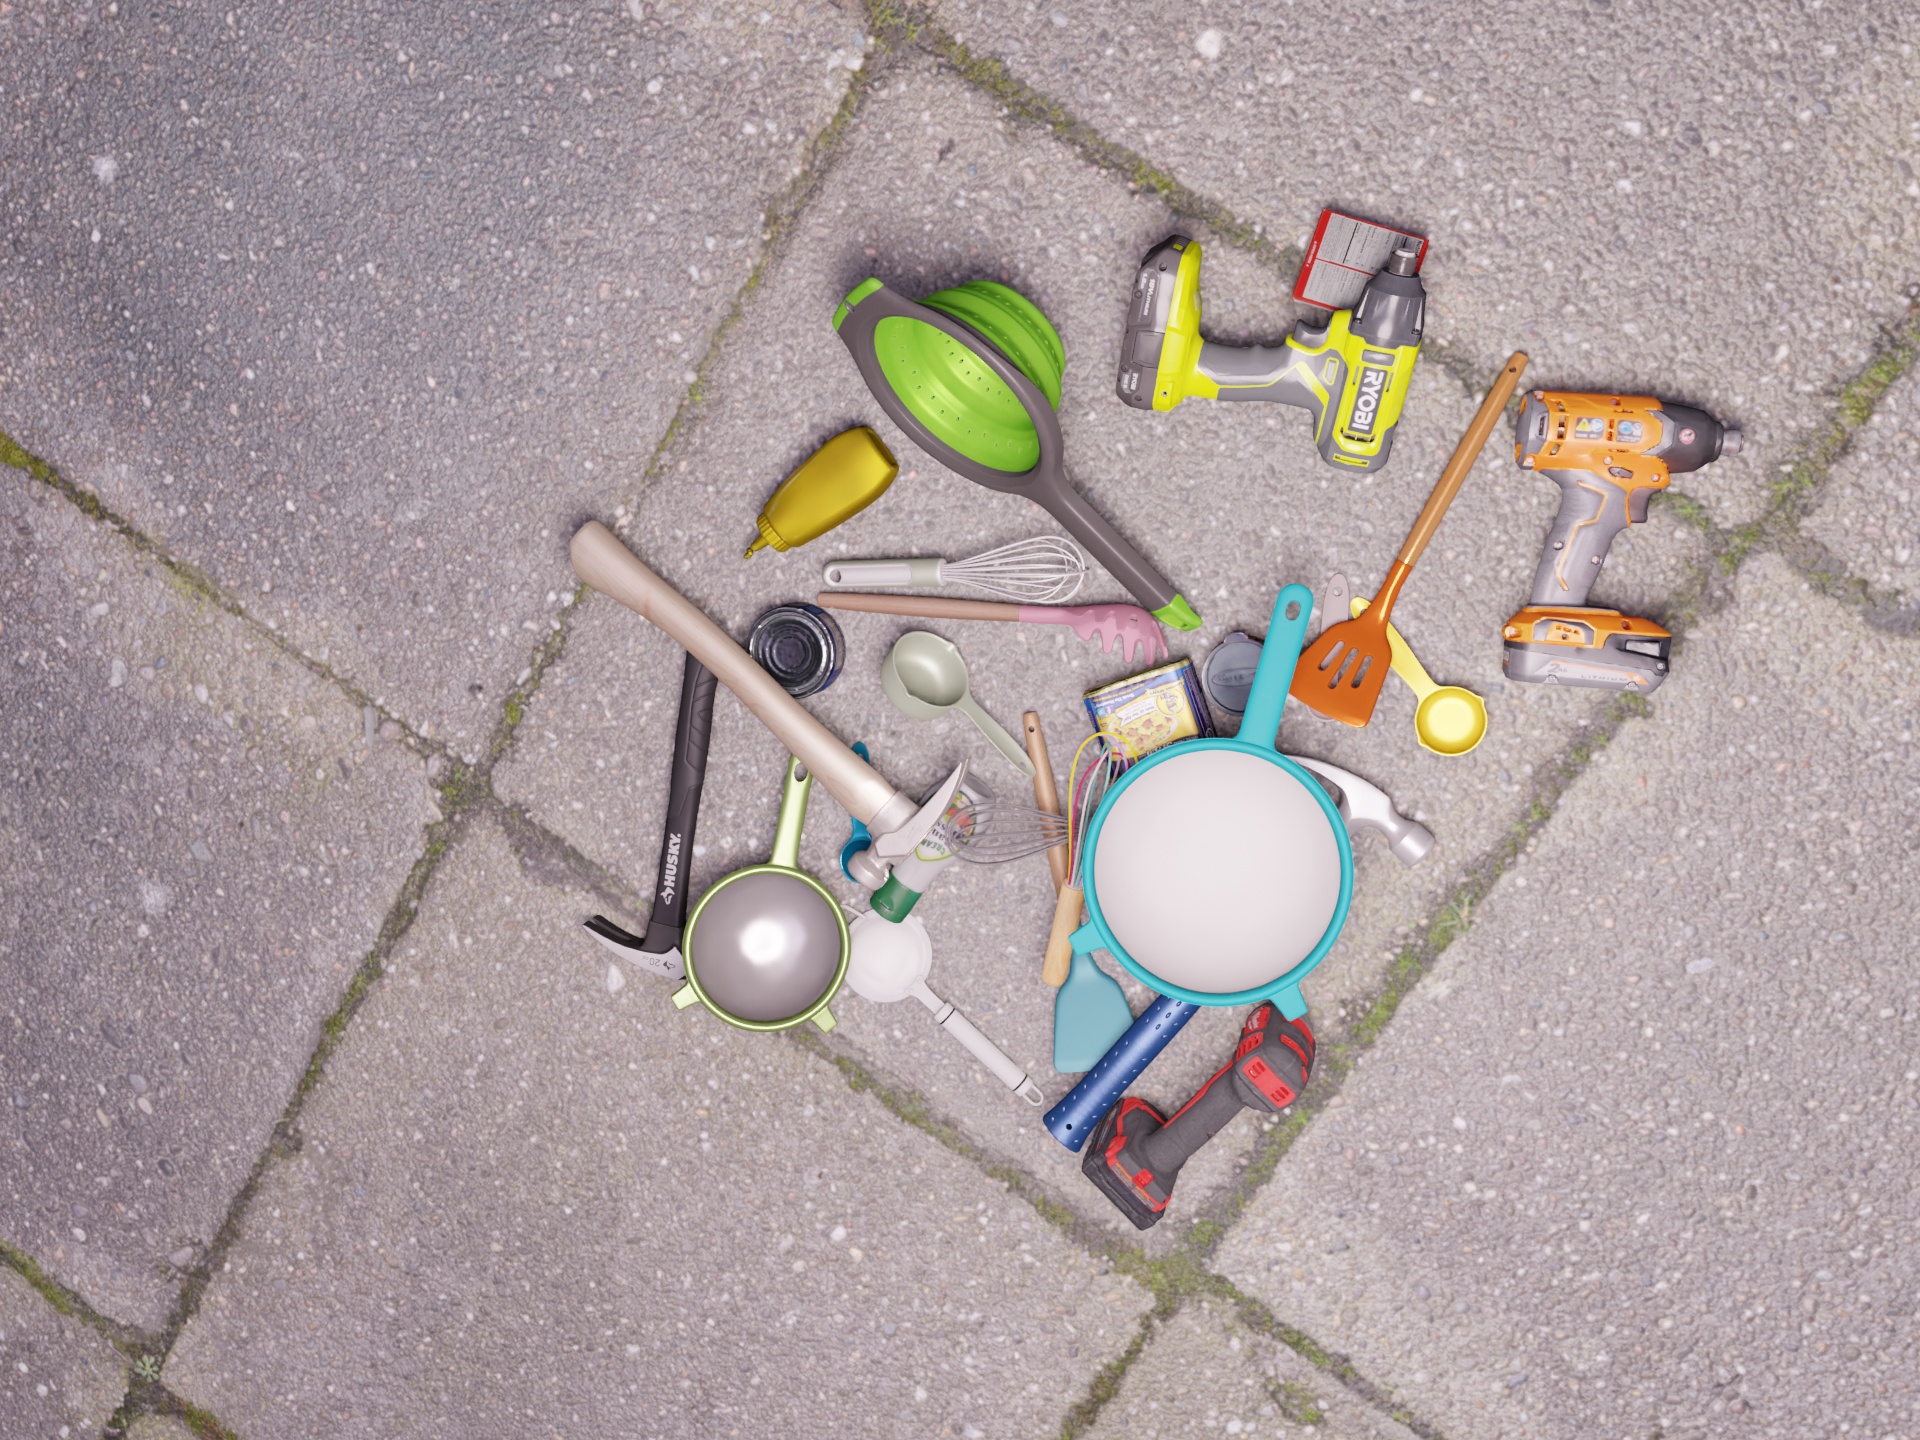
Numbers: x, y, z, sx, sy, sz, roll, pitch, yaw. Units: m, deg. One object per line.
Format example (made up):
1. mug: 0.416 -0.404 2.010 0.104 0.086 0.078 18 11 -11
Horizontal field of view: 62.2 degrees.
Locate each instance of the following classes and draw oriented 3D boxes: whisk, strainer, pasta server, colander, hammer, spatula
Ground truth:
1. whisk: -0.008 -0.128 1.371 0.246 0.059 0.057 1 104 21
2. strainer: -0.169 0.152 1.453 0.151 0.069 0.256 11 86 -11
3. pasta server: 0.024 -0.088 1.380 0.316 0.060 0.040 5 67 15
4. colander: 0.076 -0.235 1.314 0.397 0.204 0.094 43 71 -12
5. strainer: -0.020 0.260 1.447 0.258 0.050 0.087 43 91 0
6. hammer: 0.213 0.203 1.355 0.144 0.035 0.405 42 97 5
7. whisk: 0.104 0.120 1.332 0.047 0.051 0.244 3 116 -17
8. whisk: 0.105 0.091 1.367 0.239 0.055 0.055 -4 99 -3
9. spatula: 0.093 0.148 1.399 0.082 0.044 0.317 -11 95 10
10. strainer: 0.224 0.057 1.286 0.211 0.095 0.340 16 91 8
11. hammer: -0.261 0.074 1.475 0.146 0.035 0.334 11 101 11
12. spatula: 0.369 -0.149 1.281 0.081 0.041 0.322 31 101 20
13. hammer: -0.179 -0.039 1.399 0.411 0.038 0.146 42 106 5

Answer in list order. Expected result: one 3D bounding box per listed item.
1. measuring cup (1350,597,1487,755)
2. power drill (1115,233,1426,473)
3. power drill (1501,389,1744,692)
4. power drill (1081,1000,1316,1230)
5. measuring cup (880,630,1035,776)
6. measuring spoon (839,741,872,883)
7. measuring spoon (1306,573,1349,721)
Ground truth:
1. measuring cup: 0.375 -0.039 1.317 0.062 0.029 0.156 -39 77 14
2. power drill: 0.246 -0.302 1.256 0.223 0.080 0.171 14 122 10
3. power drill: 0.510 -0.139 1.237 0.164 0.084 0.226 5 96 12
4. power drill: 0.212 0.323 1.356 0.078 0.143 0.219 45 112 1
5. measuring cup: -0.002 -0.004 1.387 0.167 0.083 0.038 45 137 -5
6. measuring spoon: -0.088 0.084 1.448 0.042 0.021 0.128 -1 90 14
7. measuring spoon: 0.311 -0.061 1.331 0.034 0.018 0.124 6 93 14
